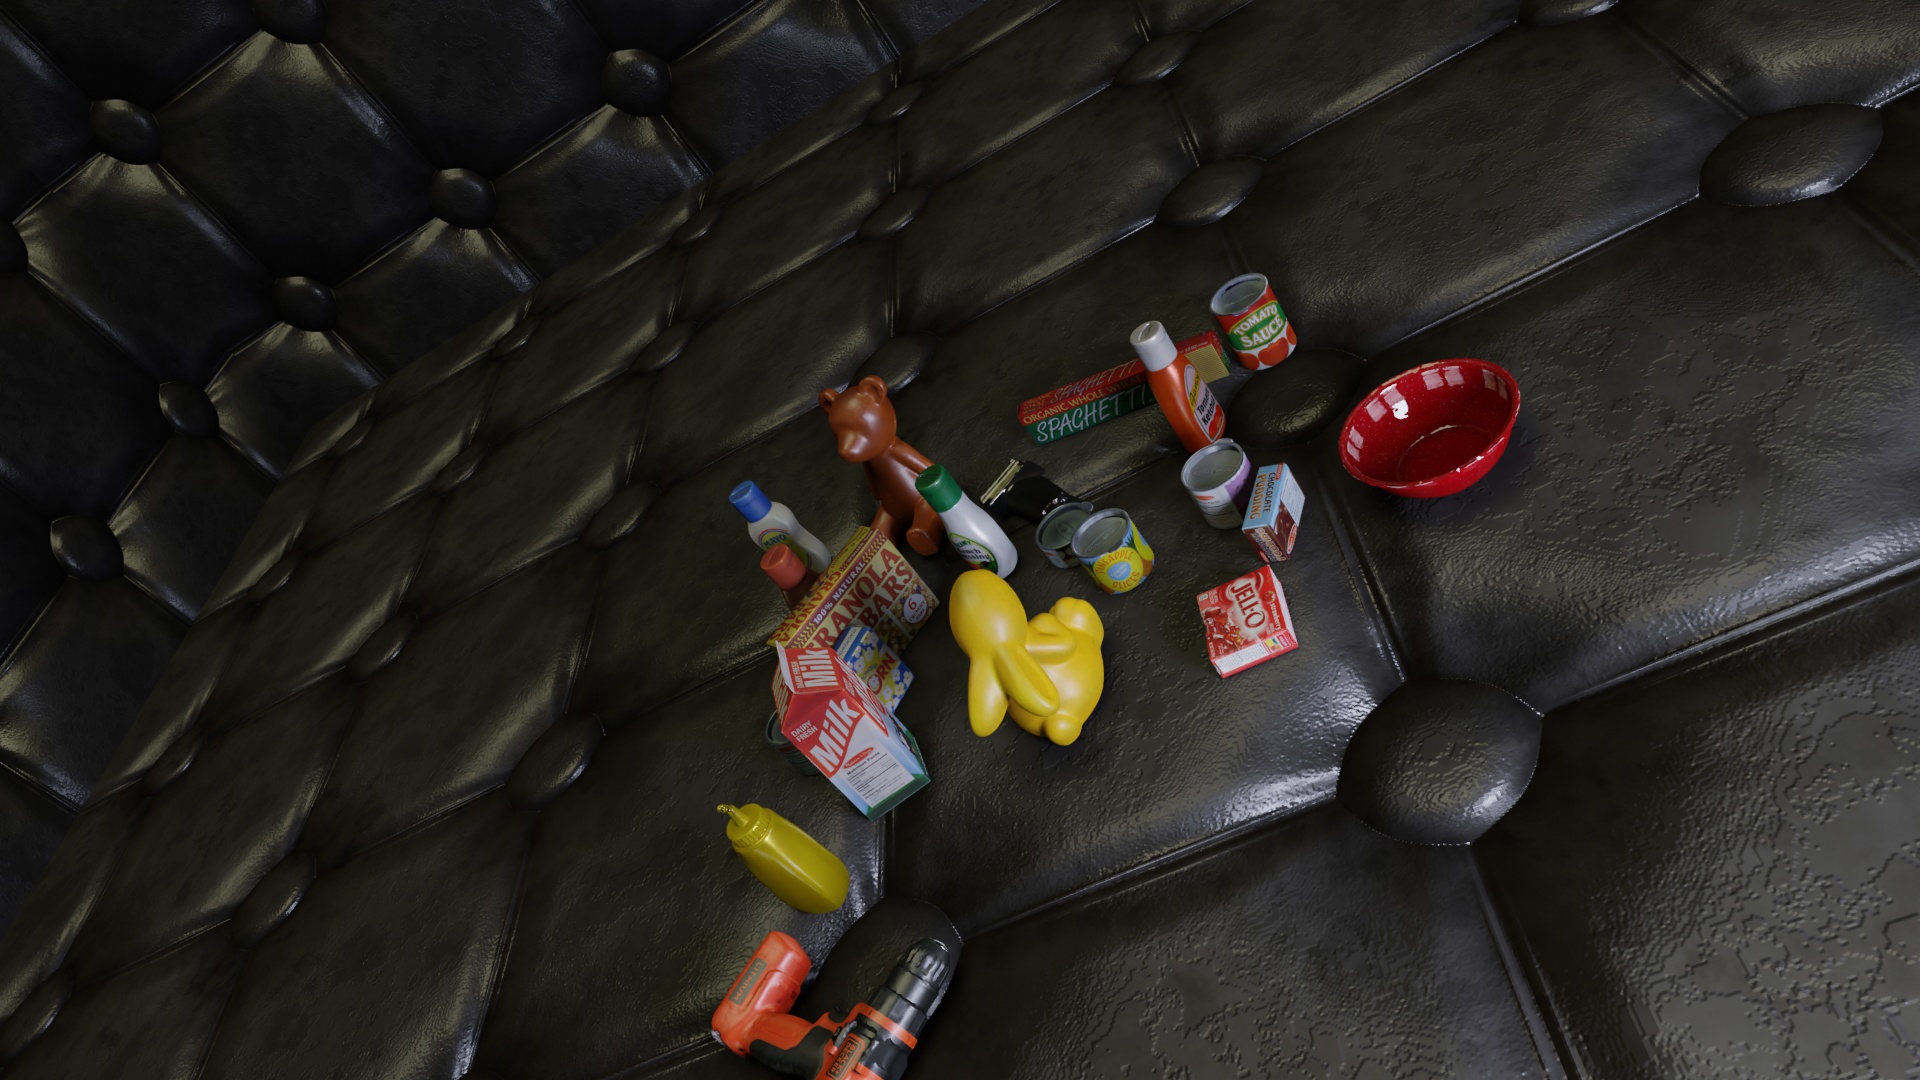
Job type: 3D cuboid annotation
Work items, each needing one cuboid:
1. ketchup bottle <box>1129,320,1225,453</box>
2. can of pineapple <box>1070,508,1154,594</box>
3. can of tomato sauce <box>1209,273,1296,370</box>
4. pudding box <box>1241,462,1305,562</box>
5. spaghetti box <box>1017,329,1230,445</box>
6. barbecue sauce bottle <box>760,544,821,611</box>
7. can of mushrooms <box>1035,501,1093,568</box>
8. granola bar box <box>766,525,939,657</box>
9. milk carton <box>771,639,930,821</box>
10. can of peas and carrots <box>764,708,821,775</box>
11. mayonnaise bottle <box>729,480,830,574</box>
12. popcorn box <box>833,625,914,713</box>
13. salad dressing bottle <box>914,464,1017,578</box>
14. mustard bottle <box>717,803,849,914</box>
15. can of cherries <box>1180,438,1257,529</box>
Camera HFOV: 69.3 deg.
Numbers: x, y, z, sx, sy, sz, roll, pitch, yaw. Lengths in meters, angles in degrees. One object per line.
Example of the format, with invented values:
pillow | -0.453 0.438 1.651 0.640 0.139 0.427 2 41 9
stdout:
ketchup bottle | 0.223 -0.161 1.436 0.043 0.148 0.065 -8 43 38
can of pineapple | 0.151 0.012 1.378 0.071 0.057 0.071 -25 35 19
can of tomato sauce | 0.317 -0.234 1.496 0.071 0.083 0.071 -25 35 19
pudding box | 0.293 -0.026 1.297 0.030 0.049 0.084 -10 42 37
spaghetti box | 0.182 -0.171 1.578 0.249 0.050 0.029 -19 38 27
barbecue sauce bottle | -0.162 0.065 1.529 0.043 0.148 0.065 -11 42 36
can of mushrooms | 0.117 -0.006 1.456 0.071 0.033 0.071 -25 35 19
granola bar box | -0.110 0.086 1.476 0.039 0.124 0.166 10 56 49
milk carton | -0.115 0.172 1.315 0.073 0.190 0.072 -35 33 5
can of peas and carrots | -0.159 0.200 1.445 0.071 0.058 0.071 -25 35 19
mayonnaise bottle | -0.221 -0.009 1.676 0.064 0.147 0.041 -24 35 21
popcorn box | -0.109 0.161 1.420 0.038 0.085 0.127 -2 48 43
salad dressing bottle | 0.005 -0.018 1.472 0.064 0.147 0.044 3 51 46
mustard bottle | -0.166 0.281 1.260 0.065 0.159 0.049 -15 40 32
can of cherries | 0.259 -0.055 1.357 0.071 0.058 0.072 -25 35 19
